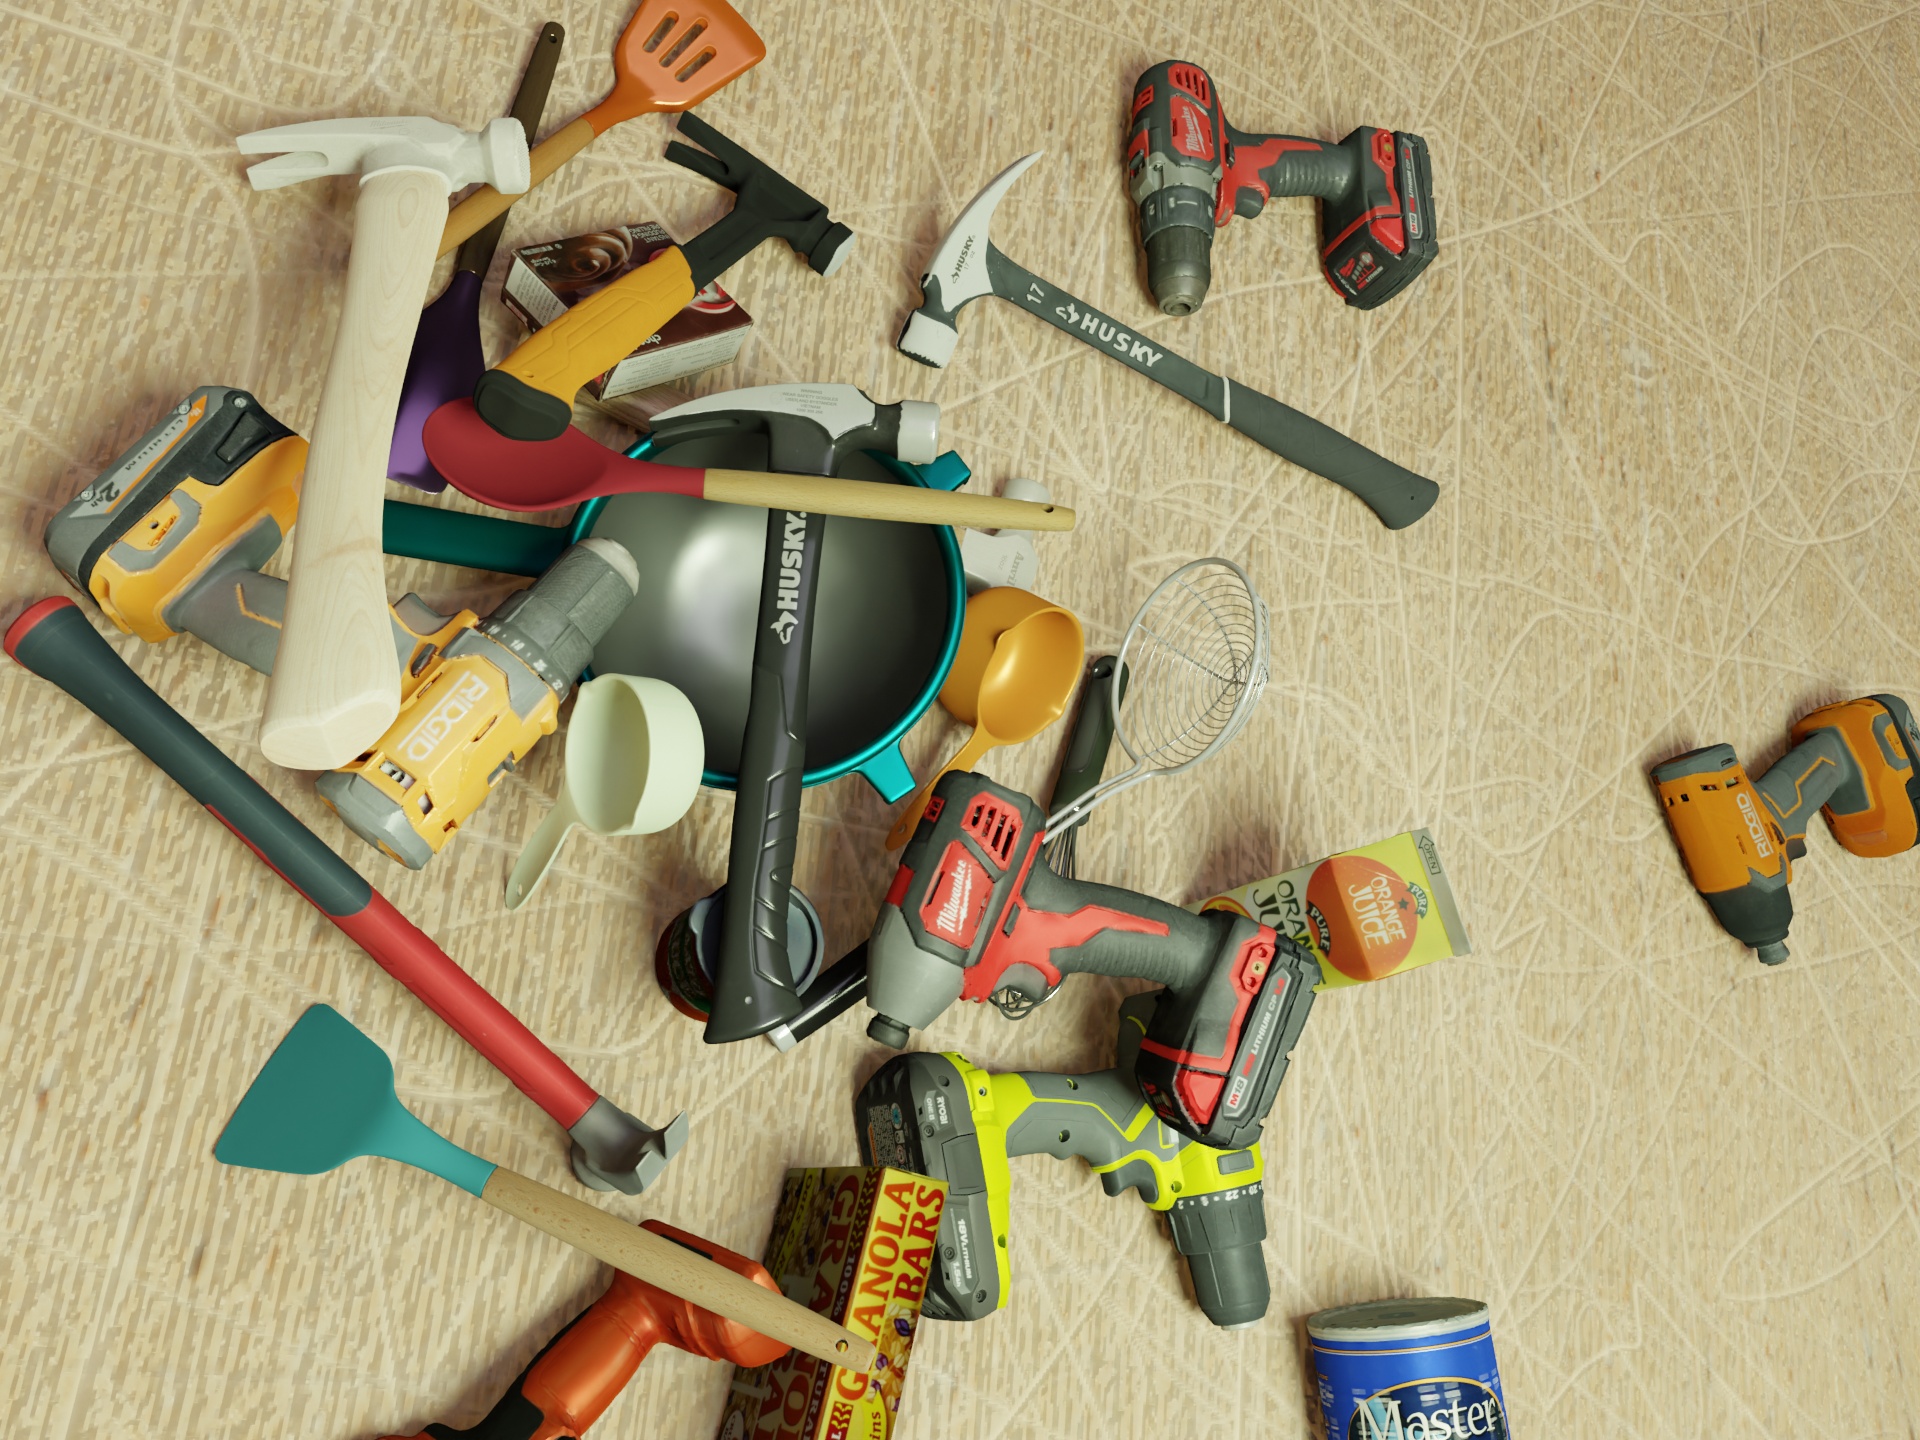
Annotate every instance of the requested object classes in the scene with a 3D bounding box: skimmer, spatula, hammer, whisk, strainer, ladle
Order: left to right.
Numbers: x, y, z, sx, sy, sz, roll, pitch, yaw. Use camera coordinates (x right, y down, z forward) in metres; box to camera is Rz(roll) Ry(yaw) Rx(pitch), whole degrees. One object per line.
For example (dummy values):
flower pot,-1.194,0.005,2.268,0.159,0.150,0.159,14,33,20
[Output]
hammer,-0.284,-0.150,0.729,0.146,0.038,0.411,-4,52,-5
hammer,-0.282,0.079,0.731,0.386,0.143,0.038,43,63,-3
spatula,-0.274,-0.273,0.902,0.059,0.018,0.316,21,67,-23
spatula,-0.183,0.217,0.708,0.317,0.044,0.082,23,62,8
spatula,-0.229,-0.336,0.917,0.081,0.041,0.323,41,53,-10
strainer,-0.168,-0.069,0.860,0.340,0.095,0.211,10,76,-1
hammer,-0.166,-0.237,0.851,0.127,0.034,0.337,35,38,-6
ladle,-0.099,-0.115,0.776,0.315,0.031,0.069,5,56,-7
hammer,-0.096,-0.010,0.785,0.146,0.035,0.335,5,77,-4
hammer,-0.104,-0.145,0.937,0.331,0.031,0.130,23,65,-17
skimmer,0.028,0.043,0.882,0.363,0.127,0.090,-36,117,-15
whisk,0.061,0.063,0.945,0.059,0.058,0.246,51,48,-44
hammer,0.162,-0.229,1.068,0.408,0.036,0.149,22,93,-23

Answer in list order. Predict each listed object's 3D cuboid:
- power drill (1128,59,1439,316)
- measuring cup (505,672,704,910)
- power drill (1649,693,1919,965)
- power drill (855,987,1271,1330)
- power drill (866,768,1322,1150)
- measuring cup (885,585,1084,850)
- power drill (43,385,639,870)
power drill,0.225,-0.360,1.137,0.226,0.080,0.188,7,71,-21
measuring cup,-0.177,0.044,0.779,0.038,0.167,0.083,2,51,-42
power drill,0.635,0.079,1.197,0.226,0.084,0.164,-16,83,-25
power drill,0.070,0.252,0.872,0.228,0.080,0.191,-3,75,-29
power drill,0.060,0.131,0.815,0.219,0.078,0.143,27,80,-12
measuring cup,-0.001,-0.003,0.929,0.173,0.052,0.095,-51,143,-7
power drill,-0.285,-0.063,0.764,0.226,0.084,0.185,37,69,3
